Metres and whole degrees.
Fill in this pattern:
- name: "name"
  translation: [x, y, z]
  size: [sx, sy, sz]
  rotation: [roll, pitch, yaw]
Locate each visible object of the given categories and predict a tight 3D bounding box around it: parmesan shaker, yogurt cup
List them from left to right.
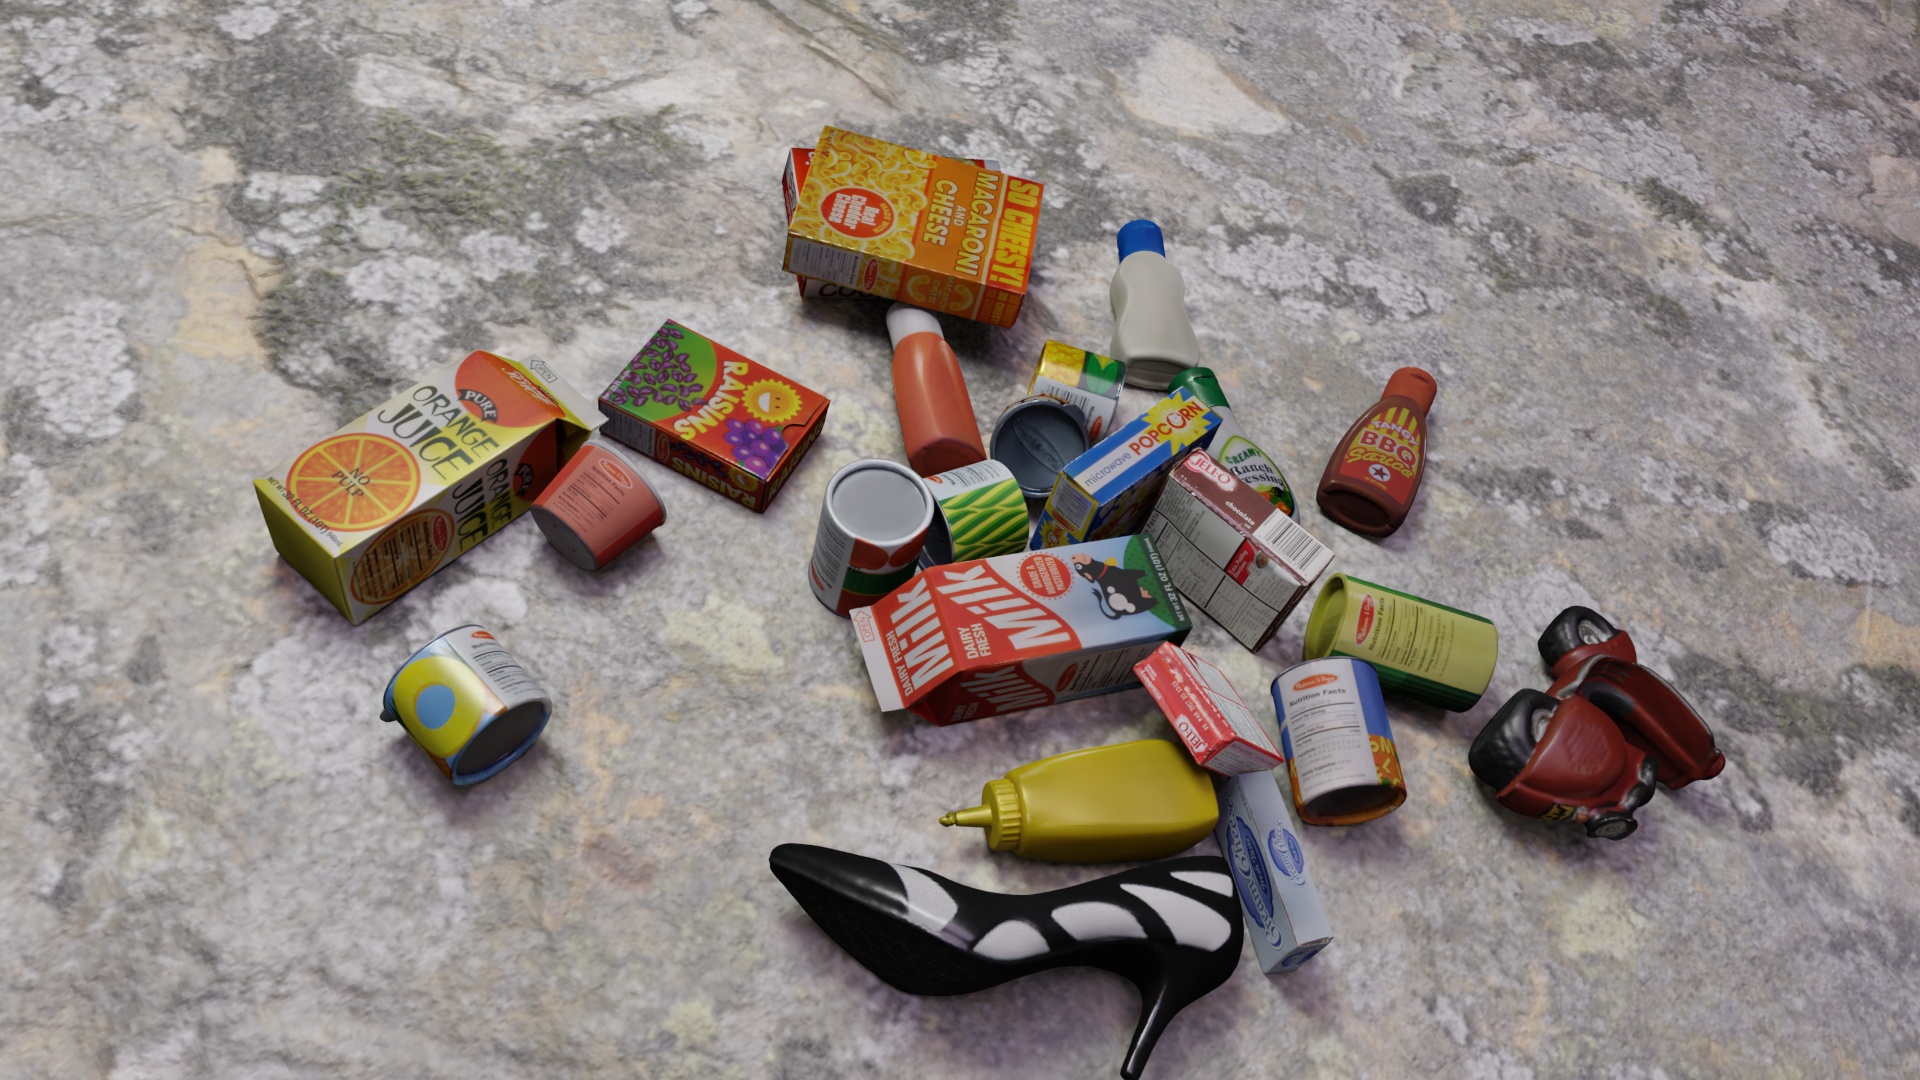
- name: "yogurt cup"
  translation: [-0.218, -0.018, 0.832]
  size: [0.072, 0.072, 0.054]
  rotation: [36, 63, 12]
- name: "parmesan shaker"
  translation: [0.283, 0.069, 0.898]
  size: [0.103, 0.071, 0.072]
  rotation: [17, 53, -3]

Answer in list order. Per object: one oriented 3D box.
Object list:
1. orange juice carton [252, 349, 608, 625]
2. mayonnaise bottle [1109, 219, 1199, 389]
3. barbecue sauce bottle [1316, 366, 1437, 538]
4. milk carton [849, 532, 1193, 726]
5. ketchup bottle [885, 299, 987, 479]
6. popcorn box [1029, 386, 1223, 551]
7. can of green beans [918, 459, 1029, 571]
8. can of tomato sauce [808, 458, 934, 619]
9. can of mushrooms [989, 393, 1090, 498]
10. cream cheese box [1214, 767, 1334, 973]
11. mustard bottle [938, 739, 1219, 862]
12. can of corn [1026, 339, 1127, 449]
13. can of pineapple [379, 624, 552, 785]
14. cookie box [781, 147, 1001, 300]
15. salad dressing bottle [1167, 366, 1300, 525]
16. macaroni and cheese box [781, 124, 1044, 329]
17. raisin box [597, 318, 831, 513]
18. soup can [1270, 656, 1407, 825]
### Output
- name: "orange juice carton"
  translation: [-0.304, -0.044, 0.821]
  size: [0.072, 0.072, 0.193]
  rotation: [39, 55, 14]
- name: "mayonnaise bottle"
  translation: [0.143, -0.182, 1.056]
  size: [0.065, 0.041, 0.149]
  rotation: [8, 53, -11]
- name: "barbecue sauce bottle"
  translation: [0.312, -0.070, 1.017]
  size: [0.065, 0.043, 0.149]
  rotation: [29, 53, 8]
- name: "milk carton"
  translation: [0.033, 0.056, 0.836]
  size: [0.191, 0.073, 0.072]
  rotation: [-9, 58, -20]
- name: "ketchup bottle"
  translation: [-0.020, -0.104, 0.949]
  size: [0.064, 0.043, 0.149]
  rotation: [35, 32, -45]
- name: "popcorn box"
  translation: [0.108, -0.038, 0.915]
  size: [0.127, 0.084, 0.038]
  rotation: [-34, 68, -31]
- name: "can of green beans"
  translation: [0.003, -0.013, 0.883]
  size: [0.058, 0.071, 0.071]
  rotation: [-18, 61, -25]
- name: "can of tomato sauce"
  translation: [-0.054, -0.001, 0.848]
  size: [0.071, 0.082, 0.071]
  rotation: [7, 54, -9]
- name: "can of mushrooms"
  translation: [0.055, -0.065, 0.923]
  size: [0.071, 0.070, 0.033]
  rotation: [19, 15, -1]
- name: "cream cheese box"
  translation: [0.175, 0.188, 0.791]
  size: [0.024, 0.053, 0.104]
  rotation: [-5, 57, -15]
- name: "mustard bottle"
  translation: [0.064, 0.151, 0.791]
  size: [0.160, 0.048, 0.065]
  rotation: [-2, 51, -15]
- name: "can of corn"
  translation: [0.078, -0.102, 0.966]
  size: [0.058, 0.070, 0.071]
  rotation: [17, 53, -2]
- name: "can of pineapple"
  translation: [-0.263, 0.089, 0.742]
  size: [0.058, 0.070, 0.071]
  rotation: [42, 56, 16]
- name: "cookie box"
  translation: [-0.044, -0.236, 1.047]
  size: [0.168, 0.040, 0.123]
  rotation: [-1, 56, -16]
- name: "salad dressing bottle"
  translation: [0.188, -0.056, 0.974]
  size: [0.064, 0.043, 0.148]
  rotation: [-7, 57, -20]
- name: "macaroni and cheese box"
  translation: [-0.031, -0.224, 0.990]
  size: [0.166, 0.040, 0.124]
  rotation: [14, 52, -5]
- name: "raisin box"
  translation: [-0.160, -0.083, 0.907]
  size: [0.123, 0.039, 0.086]
  rotation: [27, 52, 5]
- name: "soup can"
  translation: [0.230, 0.123, 0.846]
  size: [0.071, 0.071, 0.084]
  rotation: [4, 55, -12]
